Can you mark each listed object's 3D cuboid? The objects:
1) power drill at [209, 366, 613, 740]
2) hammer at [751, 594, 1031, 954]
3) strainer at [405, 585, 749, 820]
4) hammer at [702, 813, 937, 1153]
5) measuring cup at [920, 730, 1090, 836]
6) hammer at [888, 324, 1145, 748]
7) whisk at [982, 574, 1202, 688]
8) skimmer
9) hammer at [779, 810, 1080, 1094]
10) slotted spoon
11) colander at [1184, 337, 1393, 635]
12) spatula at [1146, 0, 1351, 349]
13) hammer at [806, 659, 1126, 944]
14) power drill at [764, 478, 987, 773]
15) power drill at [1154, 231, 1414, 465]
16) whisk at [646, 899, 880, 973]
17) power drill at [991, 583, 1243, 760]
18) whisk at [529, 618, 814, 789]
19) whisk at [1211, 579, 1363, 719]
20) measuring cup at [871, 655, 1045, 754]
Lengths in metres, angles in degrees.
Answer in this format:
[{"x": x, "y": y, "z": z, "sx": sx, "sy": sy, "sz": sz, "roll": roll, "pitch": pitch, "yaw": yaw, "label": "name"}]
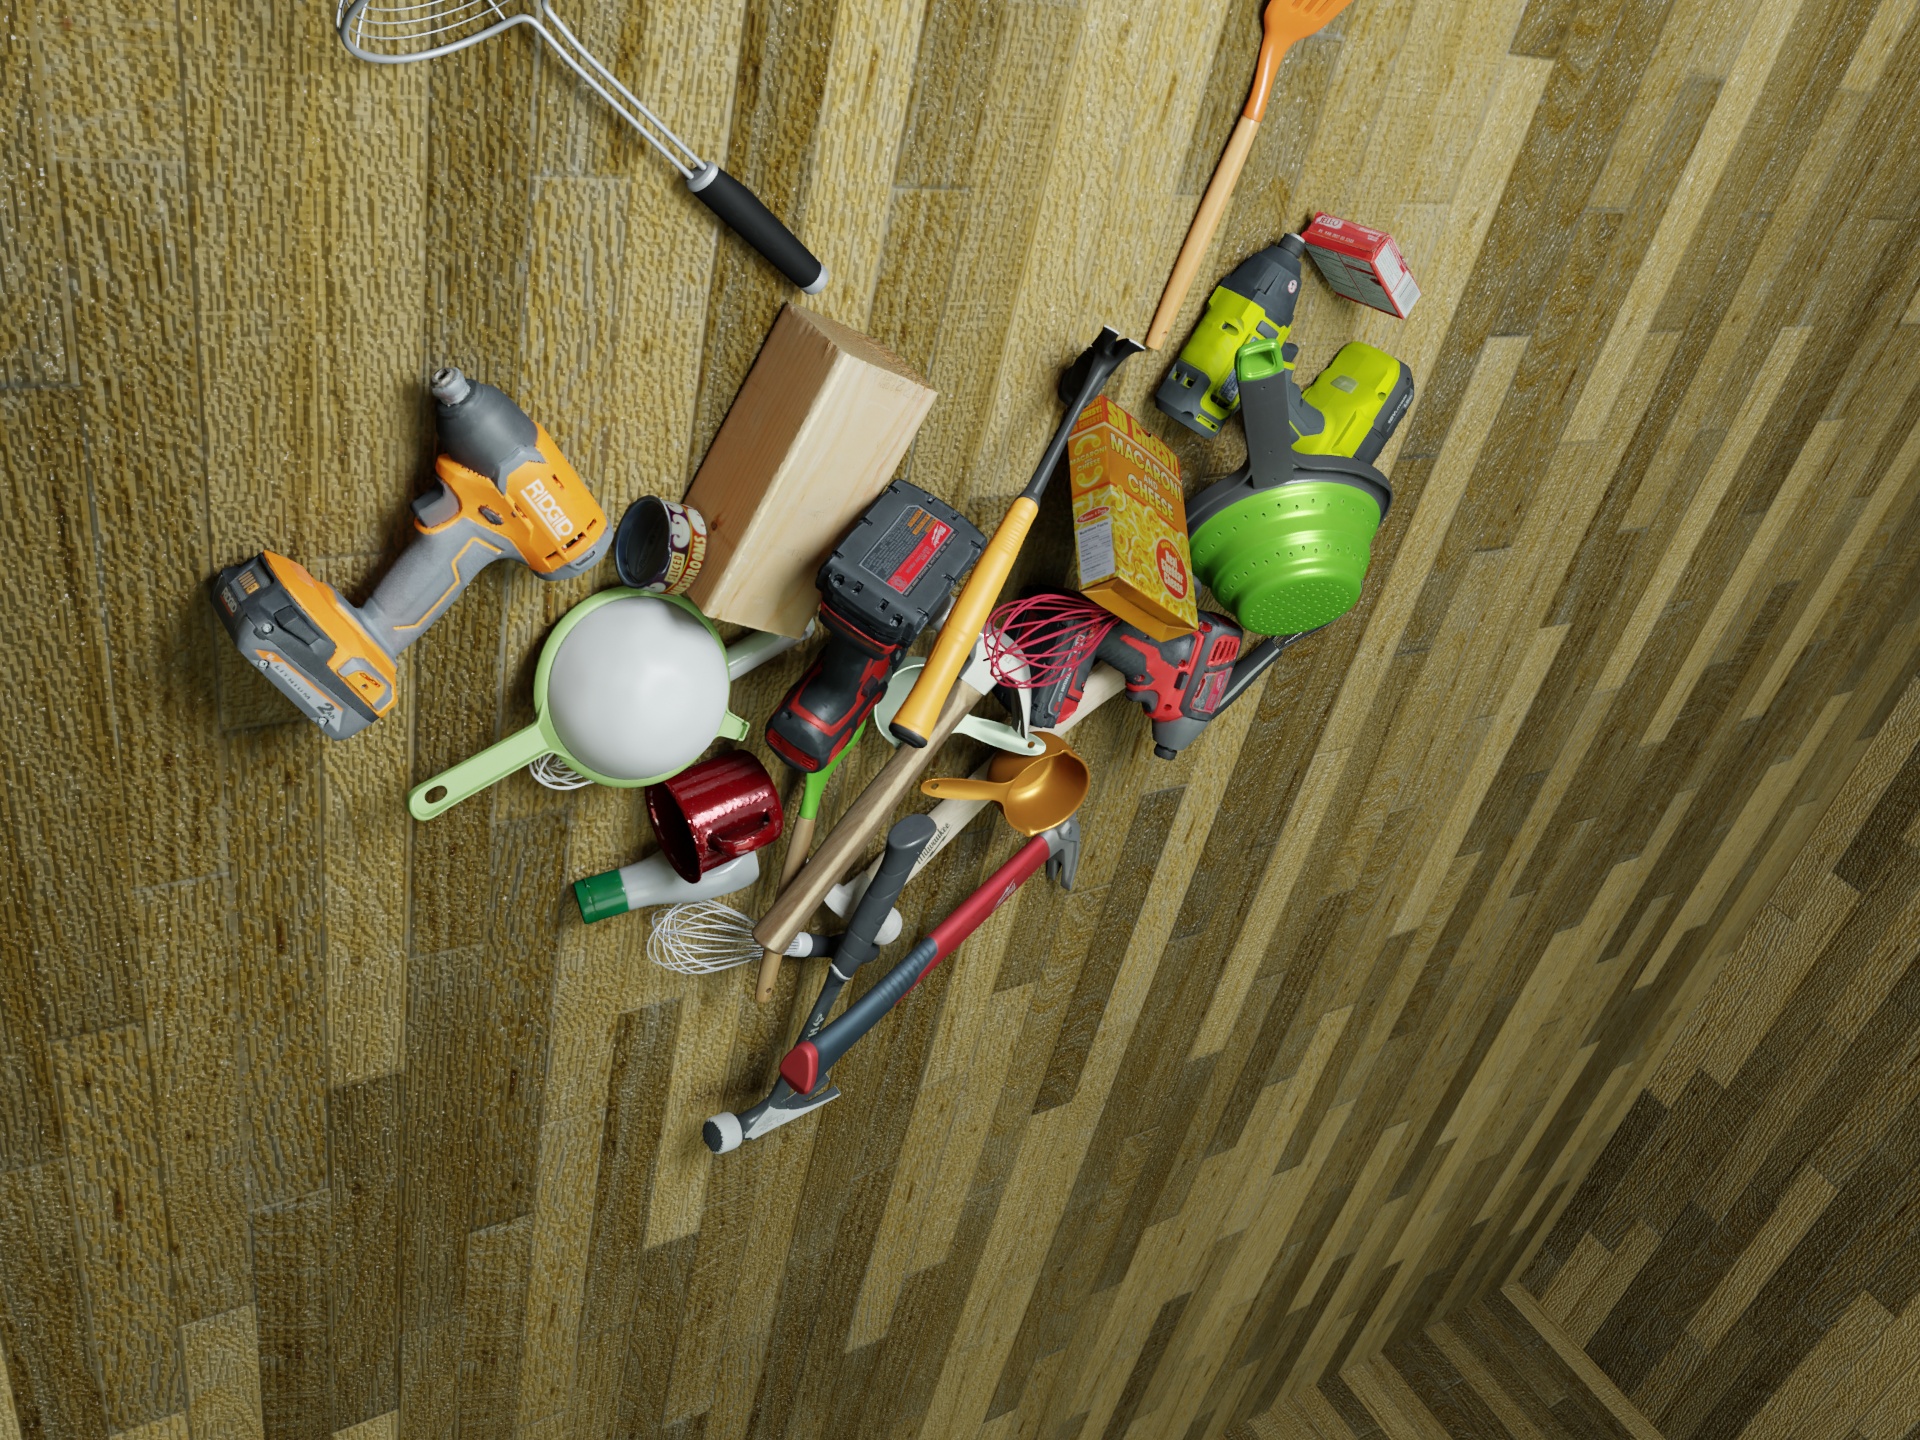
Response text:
[{"x": -0.348, "y": -0.110, "z": 1.001, "sx": 0.226, "sy": 0.084, "sz": 0.164, "roll": -39, "pitch": 140, "yaw": -10, "label": "power drill"}, {"x": -0.061, "y": 0.061, "z": 1.327, "sx": 0.130, "sy": 0.031, "sz": 0.331, "roll": 35, "pitch": 96, "yaw": -26, "label": "hammer"}, {"x": -0.264, "y": 0.005, "z": 1.119, "sx": 0.256, "sy": 0.069, "sz": 0.151, "roll": -31, "pitch": 116, "yaw": -25, "label": "strainer"}, {"x": -0.113, "y": 0.246, "z": 1.477, "sx": 0.149, "sy": 0.036, "sz": 0.408, "roll": -9, "pitch": 136, "yaw": -46, "label": "hammer"}, {"x": 0.031, "y": 0.050, "z": 1.415, "sx": 0.173, "sy": 0.052, "sz": 0.095, "roll": 5, "pitch": 120, "yaw": -31, "label": "measuring cup"}, {"x": 0.037, "y": -0.133, "z": 1.172, "sx": 0.034, "sy": 0.127, "sz": 0.337, "roll": 28, "pitch": 81, "yaw": -8, "label": "hammer"}, {"x": 0.114, "y": -0.082, "z": 1.294, "sx": 0.296, "sy": 0.073, "sz": 0.073, "roll": -21, "pitch": 139, "yaw": -47, "label": "whisk"}, {"x": -0.190, "y": -0.330, "z": 0.921, "sx": 0.127, "sy": 0.090, "sz": 0.363, "roll": -20, "pitch": 150, "yaw": 26, "label": "skimmer"}, {"x": -0.019, "y": 0.219, "z": 1.499, "sx": 0.386, "sy": 0.038, "sz": 0.143, "roll": -40, "pitch": 148, "yaw": -30, "label": "hammer"}, {"x": -0.134, "y": 0.104, "z": 1.351, "sx": 0.070, "sy": 0.031, "sz": 0.313, "roll": 0, "pitch": 115, "yaw": -39, "label": "slotted spoon"}, {"x": 0.269, "y": -0.170, "z": 1.326, "sx": 0.204, "sy": 0.095, "sz": 0.396, "roll": -13, "pitch": 155, "yaw": 9, "label": "colander"}, {"x": 0.213, "y": -0.425, "z": 1.195, "sx": 0.081, "sy": 0.041, "sz": 0.322, "roll": -2, "pitch": 127, "yaw": -38, "label": "spatula"}, {"x": 0.036, "y": 0.039, "z": 1.471, "sx": 0.410, "sy": 0.038, "sz": 0.146, "roll": -42, "pitch": 139, "yaw": -1, "label": "hammer"}, {"x": -0.058, "y": -0.077, "z": 1.177, "sx": 0.188, "sy": 0.080, "sz": 0.226, "roll": -54, "pitch": 178, "yaw": -35, "label": "power drill"}, {"x": 0.281, "y": -0.293, "z": 1.341, "sx": 0.223, "sy": 0.080, "sz": 0.171, "roll": 21, "pitch": 106, "yaw": -44, "label": "power drill"}, {"x": -0.170, "y": 0.202, "z": 1.440, "sx": 0.284, "sy": 0.070, "sz": 0.070, "roll": 16, "pitch": 115, "yaw": -50, "label": "whisk"}, {"x": 0.144, "y": -0.040, "z": 1.418, "sx": 0.219, "sy": 0.079, "sz": 0.143, "roll": 8, "pitch": 109, "yaw": -33, "label": "power drill"}, {"x": -0.215, "y": -0.019, "z": 1.211, "sx": 0.246, "sy": 0.059, "sz": 0.057, "roll": -31, "pitch": 152, "yaw": -19, "label": "whisk"}, {"x": 0.310, "y": -0.076, "z": 1.584, "sx": 0.239, "sy": 0.055, "sz": 0.055, "roll": -44, "pitch": 140, "yaw": 10, "label": "whisk"}, {"x": -0.002, "y": -0.004, "z": 1.364, "sx": 0.167, "sy": 0.038, "sz": 0.083, "roll": 19, "pitch": 104, "yaw": -26, "label": "measuring cup"}]
